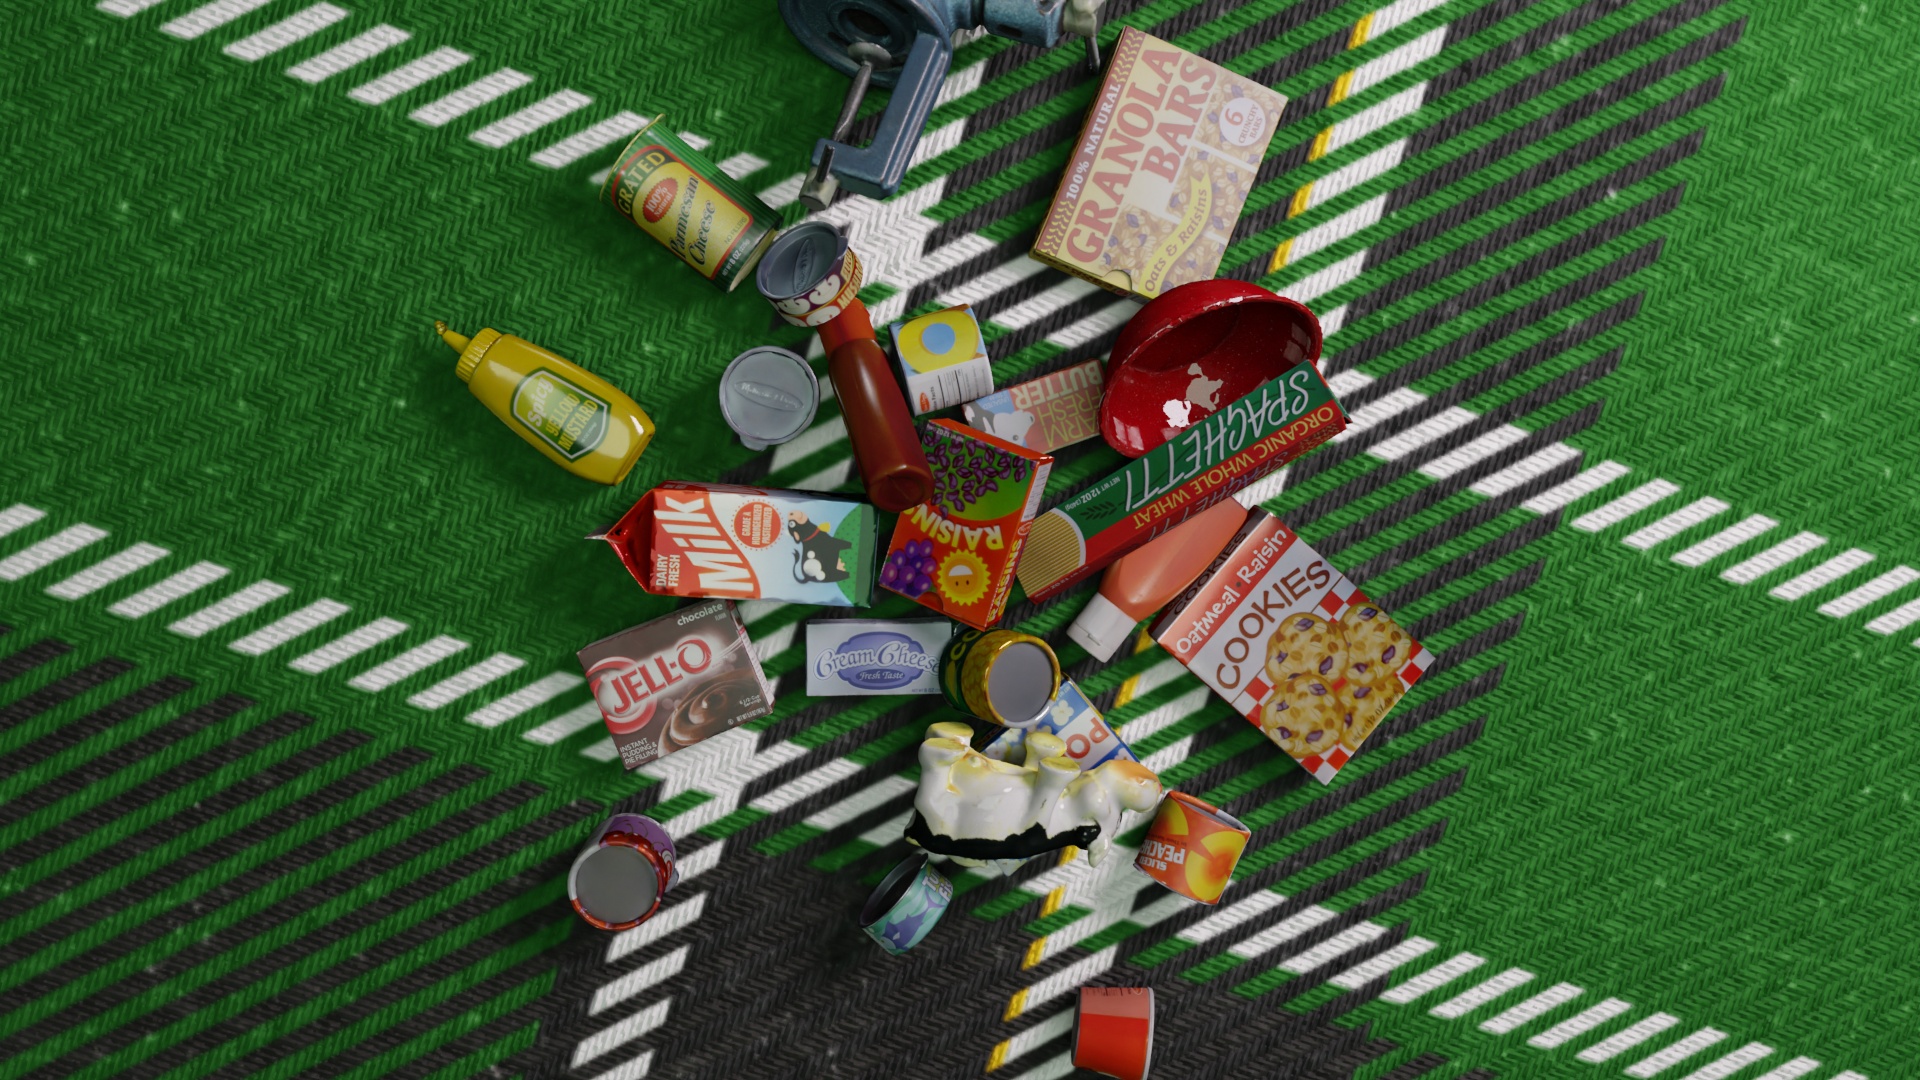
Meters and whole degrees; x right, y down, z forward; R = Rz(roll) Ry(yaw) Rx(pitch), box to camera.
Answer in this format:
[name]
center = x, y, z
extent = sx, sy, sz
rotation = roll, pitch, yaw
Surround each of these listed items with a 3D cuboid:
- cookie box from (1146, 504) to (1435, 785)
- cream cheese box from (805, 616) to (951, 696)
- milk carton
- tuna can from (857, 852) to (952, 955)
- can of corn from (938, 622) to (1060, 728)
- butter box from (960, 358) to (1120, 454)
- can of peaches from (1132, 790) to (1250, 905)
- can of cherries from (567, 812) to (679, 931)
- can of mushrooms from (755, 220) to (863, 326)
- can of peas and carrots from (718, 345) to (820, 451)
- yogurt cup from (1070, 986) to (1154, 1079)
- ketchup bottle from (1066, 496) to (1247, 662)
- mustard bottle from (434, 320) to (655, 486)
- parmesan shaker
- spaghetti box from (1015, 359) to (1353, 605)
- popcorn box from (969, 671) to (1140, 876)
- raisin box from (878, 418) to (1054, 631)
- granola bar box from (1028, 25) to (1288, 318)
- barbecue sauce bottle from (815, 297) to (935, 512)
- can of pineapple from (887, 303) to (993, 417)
[cookie box]
center = 0.237, 0.075, 1.003
extent = 0.167, 0.040, 0.123
rotation = 40, 91, -8
[cream cheese box]
center = -0.058, 0.082, 0.987
extent = 0.104, 0.024, 0.053
rotation = -1, 95, -5
[milk carton]
center = -0.153, 0.000, 0.947
extent = 0.191, 0.072, 0.073
rotation = 4, 96, -5
[tuna can]
center = -0.037, 0.256, 0.985
extent = 0.033, 0.071, 0.071
rotation = 44, 91, -9
[can of corn]
center = 0.027, 0.092, 0.965
extent = 0.071, 0.058, 0.071
rotation = -3, 95, -32
[butter box]
center = 0.056, -0.088, 0.979
extent = 0.103, 0.024, 0.053
rotation = -19, 98, -2
[can of peaches]
center = 0.165, 0.219, 0.997
extent = 0.071, 0.071, 0.058
rotation = 25, 93, -7
[can of cherries]
center = -0.233, 0.232, 0.970
extent = 0.071, 0.058, 0.071
rotation = 0, 96, -4
[can of mushrooms]
center = -0.099, -0.179, 0.934
extent = 0.071, 0.071, 0.033
rotation = -41, 139, 0
[can of peas and carrots]
center = -0.129, -0.097, 0.946
extent = 0.071, 0.059, 0.071
rotation = 0, 97, -4
[yogurt cup]
center = 0.110, 0.357, 1.009
extent = 0.054, 0.072, 0.072
rotation = 7, 96, 3
[ketchup bottle]
center = 0.135, 0.019, 0.986
extent = 0.065, 0.043, 0.149
rotation = 39, 92, 1
[mustard bottle]
center = -0.288, -0.100, 0.937
extent = 0.160, 0.049, 0.065
rotation = 33, 91, -7
[parmesan shaker]
center = -0.176, -0.223, 0.924
extent = 0.103, 0.071, 0.071
rotation = 36, 92, -7
[spaghetti box]
center = 0.145, -0.039, 0.953
extent = 0.250, 0.028, 0.050
rotation = -31, 68, 12
[popcorn box]
center = 0.054, 0.167, 0.997
extent = 0.127, 0.038, 0.085
rotation = -39, 98, 0
[raisin box]
center = 0.003, -0.012, 0.952
extent = 0.086, 0.040, 0.123
rotation = 22, 104, 16
[granola bar box]
center = 0.136, -0.252, 0.962
extent = 0.124, 0.039, 0.165
rotation = 22, 93, -6
[barbecue sauce bottle]
center = -0.060, -0.094, 0.927
extent = 0.043, 0.064, 0.149
rotation = -24, 66, 8
[can of pineapple]
center = -0.014, -0.125, 0.949
extent = 0.058, 0.071, 0.071
rotation = -16, 97, -3
